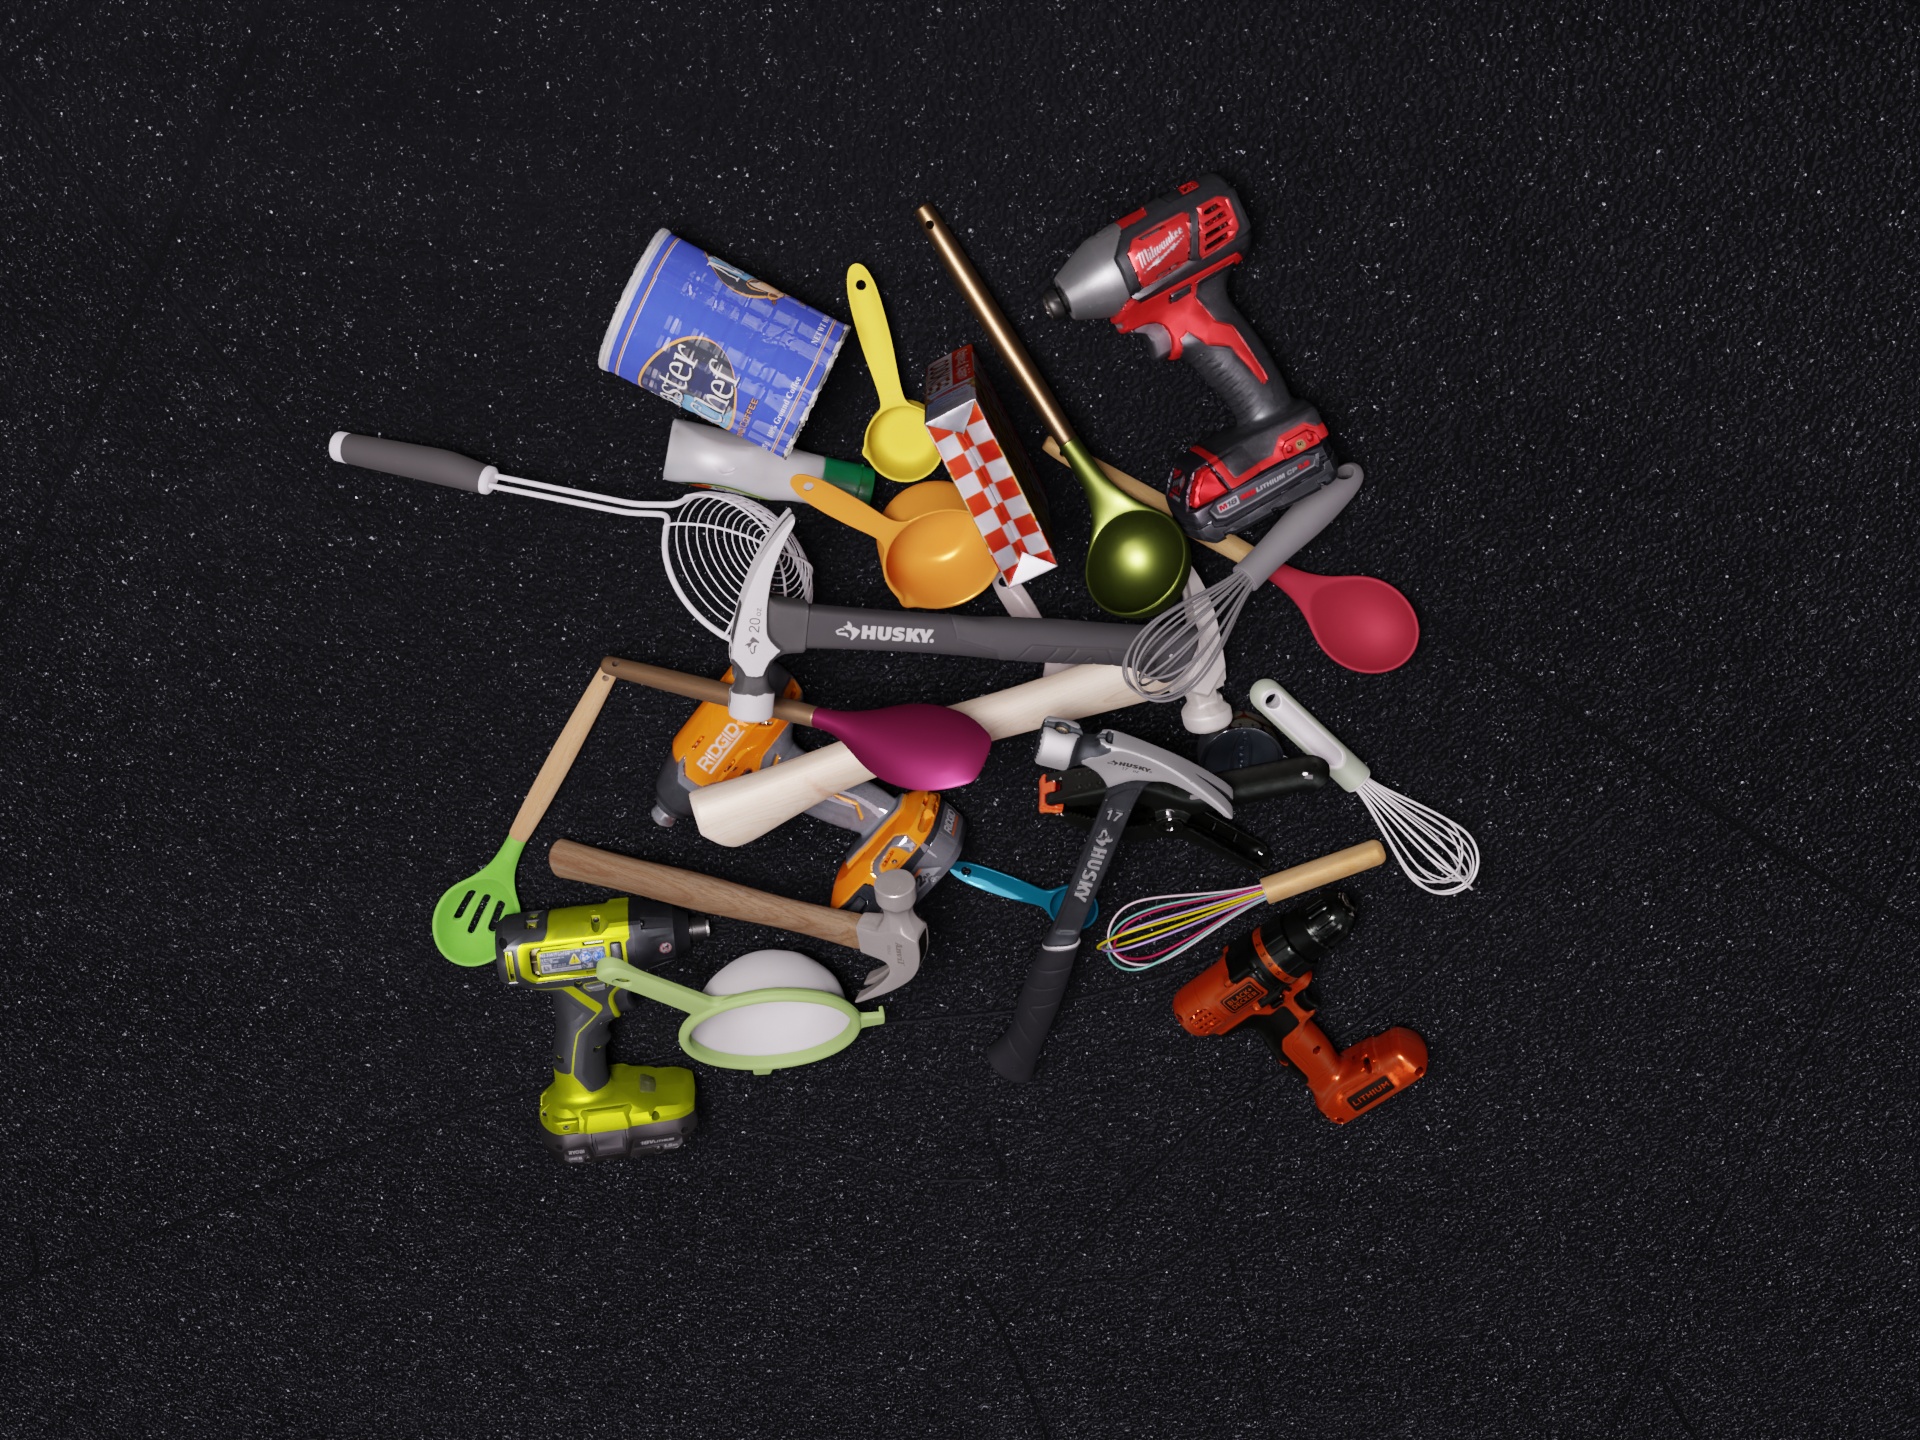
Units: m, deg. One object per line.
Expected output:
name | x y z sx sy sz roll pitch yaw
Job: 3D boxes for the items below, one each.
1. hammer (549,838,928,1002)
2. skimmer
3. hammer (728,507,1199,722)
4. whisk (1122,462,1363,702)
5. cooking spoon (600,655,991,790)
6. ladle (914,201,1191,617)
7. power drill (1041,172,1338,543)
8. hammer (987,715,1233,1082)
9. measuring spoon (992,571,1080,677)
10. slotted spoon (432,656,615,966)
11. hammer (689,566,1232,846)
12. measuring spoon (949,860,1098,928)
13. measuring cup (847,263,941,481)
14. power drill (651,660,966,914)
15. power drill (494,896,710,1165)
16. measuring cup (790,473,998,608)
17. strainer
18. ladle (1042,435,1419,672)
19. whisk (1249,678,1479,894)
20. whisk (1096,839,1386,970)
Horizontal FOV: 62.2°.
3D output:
hammer | -0.180 0.143 1.256 0.331 0.031 0.130 10 131 21
skimmer | -0.284 -0.139 1.158 0.363 0.127 0.090 13 135 8
hammer | 0.008 -0.065 1.119 0.334 0.035 0.146 3 110 -14
whisk | 0.204 -0.100 1.123 0.239 0.055 0.055 -44 110 -11
cooking spoon | -0.127 -0.008 1.155 0.319 0.069 0.017 13 154 21
ladle | 0.057 -0.212 1.089 0.078 0.062 0.320 -30 99 22
power drill | 0.156 -0.240 1.079 0.143 0.079 0.219 -27 109 2
hammer | 0.090 0.162 1.254 0.149 0.036 0.408 14 133 -2
measuring spoon | 0.057 -0.066 1.210 0.034 0.018 0.124 -28 111 15
slotted spoon | -0.347 0.076 1.294 0.070 0.031 0.313 26 113 -17
hammer | -0.002 -0.004 1.176 0.410 0.038 0.146 -18 114 -6
measuring spoon | 0.053 0.137 1.316 0.128 0.021 0.042 19 116 4
measuring cup | -0.052 -0.246 1.122 0.062 0.029 0.156 -12 113 8
power drill | -0.127 0.071 1.255 0.226 0.084 0.164 38 112 -10
power drill | -0.292 0.258 1.351 0.171 0.080 0.223 -6 114 -9
measuring cup | -0.050 -0.146 1.132 0.173 0.052 0.095 25 121 -30
strainer | -0.194 0.215 1.297 0.151 0.069 0.256 -29 140 28
ladle | 0.198 -0.127 1.169 0.315 0.031 0.069 28 101 -9
whisk | 0.316 0.052 1.243 0.246 0.059 0.058 41 99 -11
whisk | 0.226 0.147 1.291 0.245 0.051 0.047 -21 133 7
